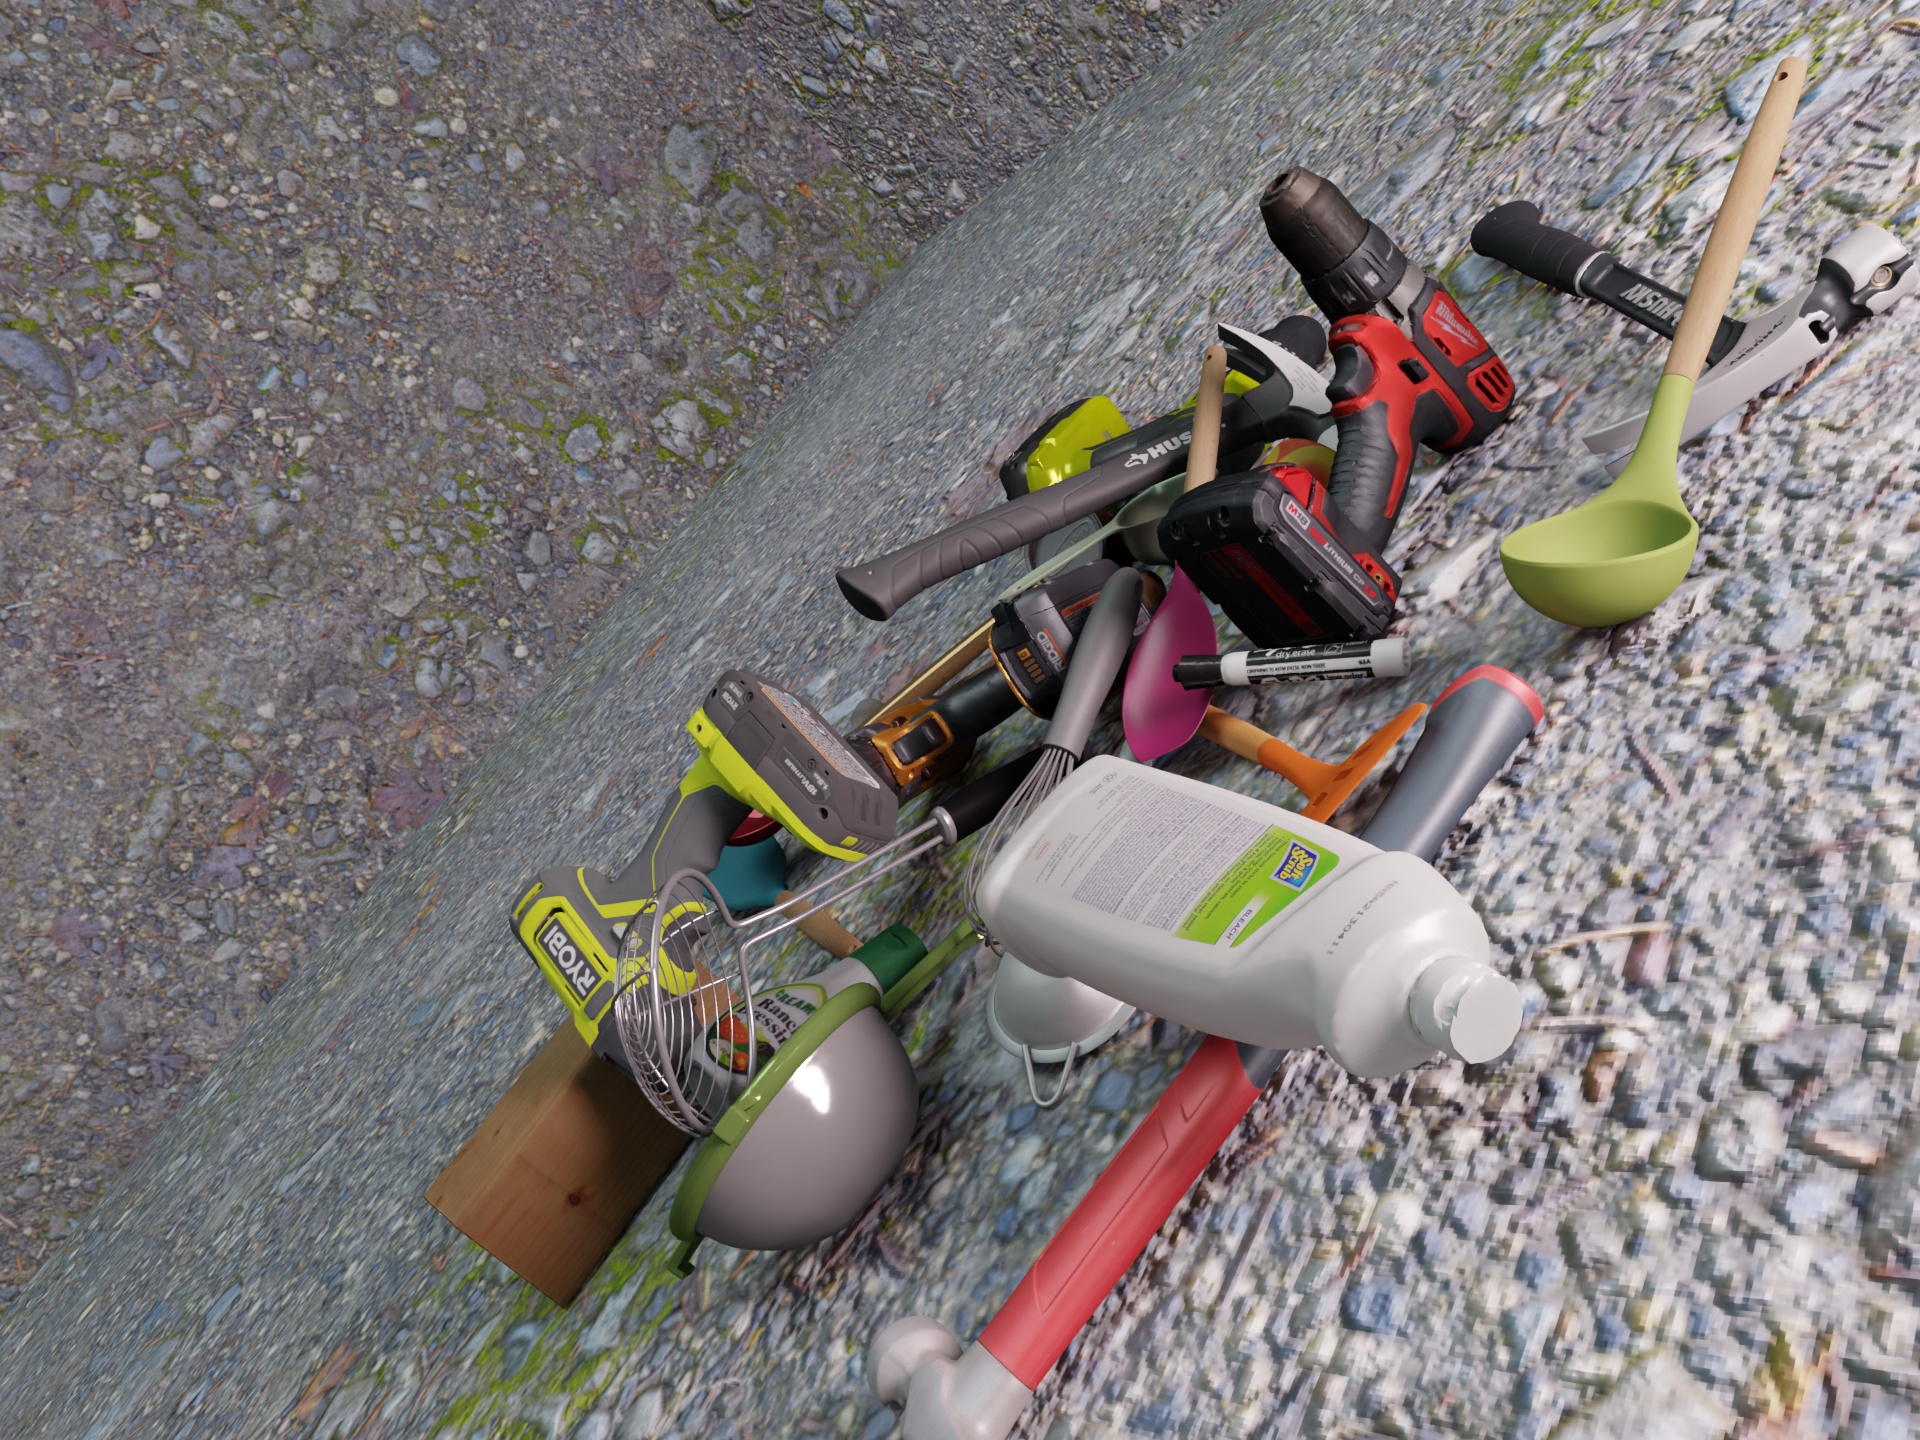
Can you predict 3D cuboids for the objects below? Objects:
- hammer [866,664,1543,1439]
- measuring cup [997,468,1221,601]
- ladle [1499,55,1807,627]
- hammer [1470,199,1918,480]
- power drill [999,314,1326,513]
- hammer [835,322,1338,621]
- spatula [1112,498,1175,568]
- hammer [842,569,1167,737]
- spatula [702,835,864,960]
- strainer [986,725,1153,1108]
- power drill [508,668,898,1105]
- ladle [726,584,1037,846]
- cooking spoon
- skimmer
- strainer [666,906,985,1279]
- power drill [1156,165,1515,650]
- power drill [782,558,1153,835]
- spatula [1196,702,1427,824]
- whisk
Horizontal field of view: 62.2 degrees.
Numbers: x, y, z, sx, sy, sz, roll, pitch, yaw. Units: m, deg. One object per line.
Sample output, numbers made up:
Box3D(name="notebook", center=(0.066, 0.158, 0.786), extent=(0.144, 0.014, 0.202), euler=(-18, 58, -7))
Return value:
Box3D(name="hammer", center=(0.118, 0.131, 0.613), extent=(0.386, 0.038, 0.143), euler=(-49, 21, -13))
Box3D(name="measuring cup", center=(0.104, -0.110, 1.056), extent=(0.167, 0.038, 0.083), euler=(-30, 19, 8))
Box3D(name="ladle", center=(0.323, -0.179, 0.709), extent=(0.078, 0.062, 0.320), euler=(9, 68, 46))
Box3D(name="hammer", center=(0.360, -0.242, 0.895), extent=(0.149, 0.036, 0.409), euler=(-40, 19, 17))
Box3D(name="power drill", center=(0.156, -0.220, 1.188), extent=(0.228, 0.080, 0.191), euler=(-14, 28, 47))
Box3D(name="hammer", center=(0.078, -0.148, 1.010), extent=(0.335, 0.035, 0.146), euler=(-24, 51, -4))
Box3D(name="spatula", center=(0.146, -0.119, 1.101), extent=(0.060, 0.018, 0.316), euler=(-44, 18, 5))
Box3D(name="hammer", center=(0.014, -0.023, 1.152), extent=(0.331, 0.031, 0.130), euler=(-29, 24, 38))
Box3D(name="spatula", center=(-0.124, 0.125, 1.112), extent=(0.082, 0.044, 0.318), euler=(-42, 19, -13))
Box3D(name="strainer", center=(0.067, 0.078, 0.809), extent=(0.087, 0.050, 0.259), euler=(-10, 35, 29))
Box3D(name="power drill", center=(-0.147, 0.097, 0.926), extent=(0.223, 0.080, 0.171), euler=(-50, 62, 9))
Box3D(name="ladle", center=(-0.057, -0.003, 1.166), extent=(0.315, 0.031, 0.069), euler=(-39, 23, 9))
Box3D(name="cooking spoon", center=(0.136, -0.109, 0.928), extent=(0.069, 0.017, 0.319), euler=(-27, 40, 42))
Box3D(name="skimmer", center=(-0.033, 0.085, 0.837), extent=(0.363, 0.127, 0.090), euler=(-28, 22, -38))
Box3D(name="strainer", center=(-0.037, 0.181, 0.803), extent=(0.256, 0.069, 0.151), euler=(-39, -21, -43))
Box3D(name="power drill", center=(0.195, -0.166, 0.851), extent=(0.080, 0.187, 0.227), euler=(-9, 44, 58))
Box3D(name="power drill", center=(-0.002, -0.003, 0.998), extent=(0.226, 0.084, 0.185), euler=(-33, -2, 34))
Box3D(name="spatula", center=(0.143, 0.005, 0.811), extent=(0.081, 0.041, 0.323), euler=(-48, 17, -1))
Box3D(name="whisk", center=(0.058, 0.018, 0.879), extent=(0.055, 0.055, 0.239), euler=(-12, 52, 58))
